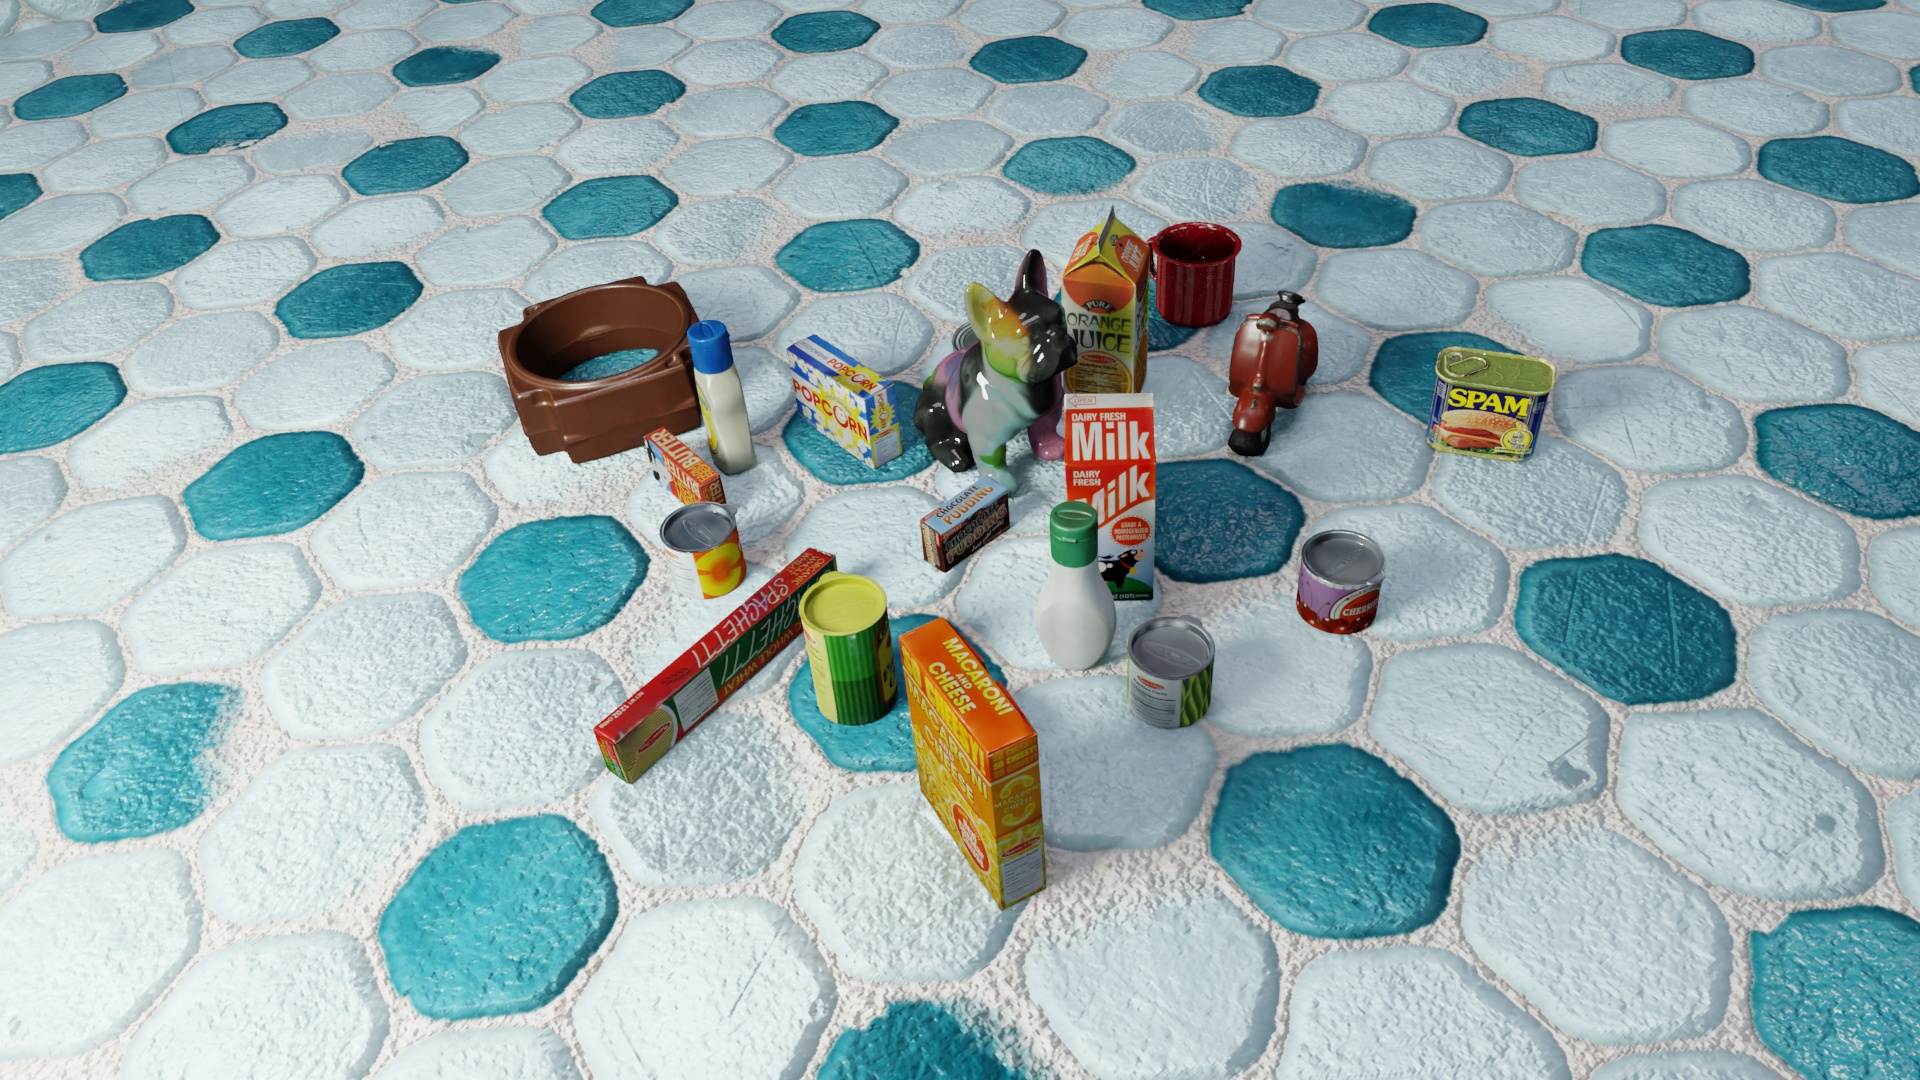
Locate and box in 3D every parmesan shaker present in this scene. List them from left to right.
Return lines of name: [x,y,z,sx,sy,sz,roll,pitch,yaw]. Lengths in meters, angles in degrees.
parmesan shaker: [-0.085,0.084,1.077,0.071,0.102,0.072,-3,41,2]

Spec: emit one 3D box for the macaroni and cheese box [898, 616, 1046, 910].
macaroni and cheese box: [0.009,0.151,0.943,0.040,0.165,0.124,-22,44,-19]

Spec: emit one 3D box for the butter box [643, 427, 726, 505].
butter box: [-0.255,-0.059,1.294,0.024,0.052,0.104,-31,47,-26]

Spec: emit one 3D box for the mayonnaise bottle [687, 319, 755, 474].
mayonnaise bottle: [-0.226,-0.136,1.307,0.041,0.147,0.065,-20,43,-17]

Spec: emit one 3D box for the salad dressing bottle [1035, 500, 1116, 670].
salad dressing bottle: [0.090,0.036,1.081,0.064,0.146,0.044,7,43,13]

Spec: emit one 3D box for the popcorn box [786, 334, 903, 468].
popcorn box: [-0.113,-0.135,1.343,0.038,0.084,0.127,-32,48,-28]

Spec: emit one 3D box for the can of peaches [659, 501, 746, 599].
can of peaches: [-0.221,0.008,1.210,0.071,0.057,0.071,-3,41,2]

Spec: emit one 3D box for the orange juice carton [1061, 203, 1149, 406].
orange juice carton: [0.140,-0.221,1.335,0.073,0.191,0.072,9,43,15]

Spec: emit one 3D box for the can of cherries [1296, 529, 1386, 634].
can of cherries: [0.310,0.035,1.128,0.071,0.058,0.072,-3,41,2]

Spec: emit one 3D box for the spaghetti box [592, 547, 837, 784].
spaghetti box: [-0.188,0.094,1.114,0.029,0.050,0.251,24,49,29]

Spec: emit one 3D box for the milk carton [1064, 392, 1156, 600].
milk carton: [0.122,-0.042,1.135,0.072,0.189,0.074,-1,41,4]

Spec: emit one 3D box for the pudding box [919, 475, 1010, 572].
pudding box: [0.004,-0.015,1.221,0.084,0.049,0.030,-34,49,-29]

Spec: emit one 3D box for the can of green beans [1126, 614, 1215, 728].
can of green beans: [0.161,0.102,1.067,0.071,0.057,0.071,-3,41,2]
